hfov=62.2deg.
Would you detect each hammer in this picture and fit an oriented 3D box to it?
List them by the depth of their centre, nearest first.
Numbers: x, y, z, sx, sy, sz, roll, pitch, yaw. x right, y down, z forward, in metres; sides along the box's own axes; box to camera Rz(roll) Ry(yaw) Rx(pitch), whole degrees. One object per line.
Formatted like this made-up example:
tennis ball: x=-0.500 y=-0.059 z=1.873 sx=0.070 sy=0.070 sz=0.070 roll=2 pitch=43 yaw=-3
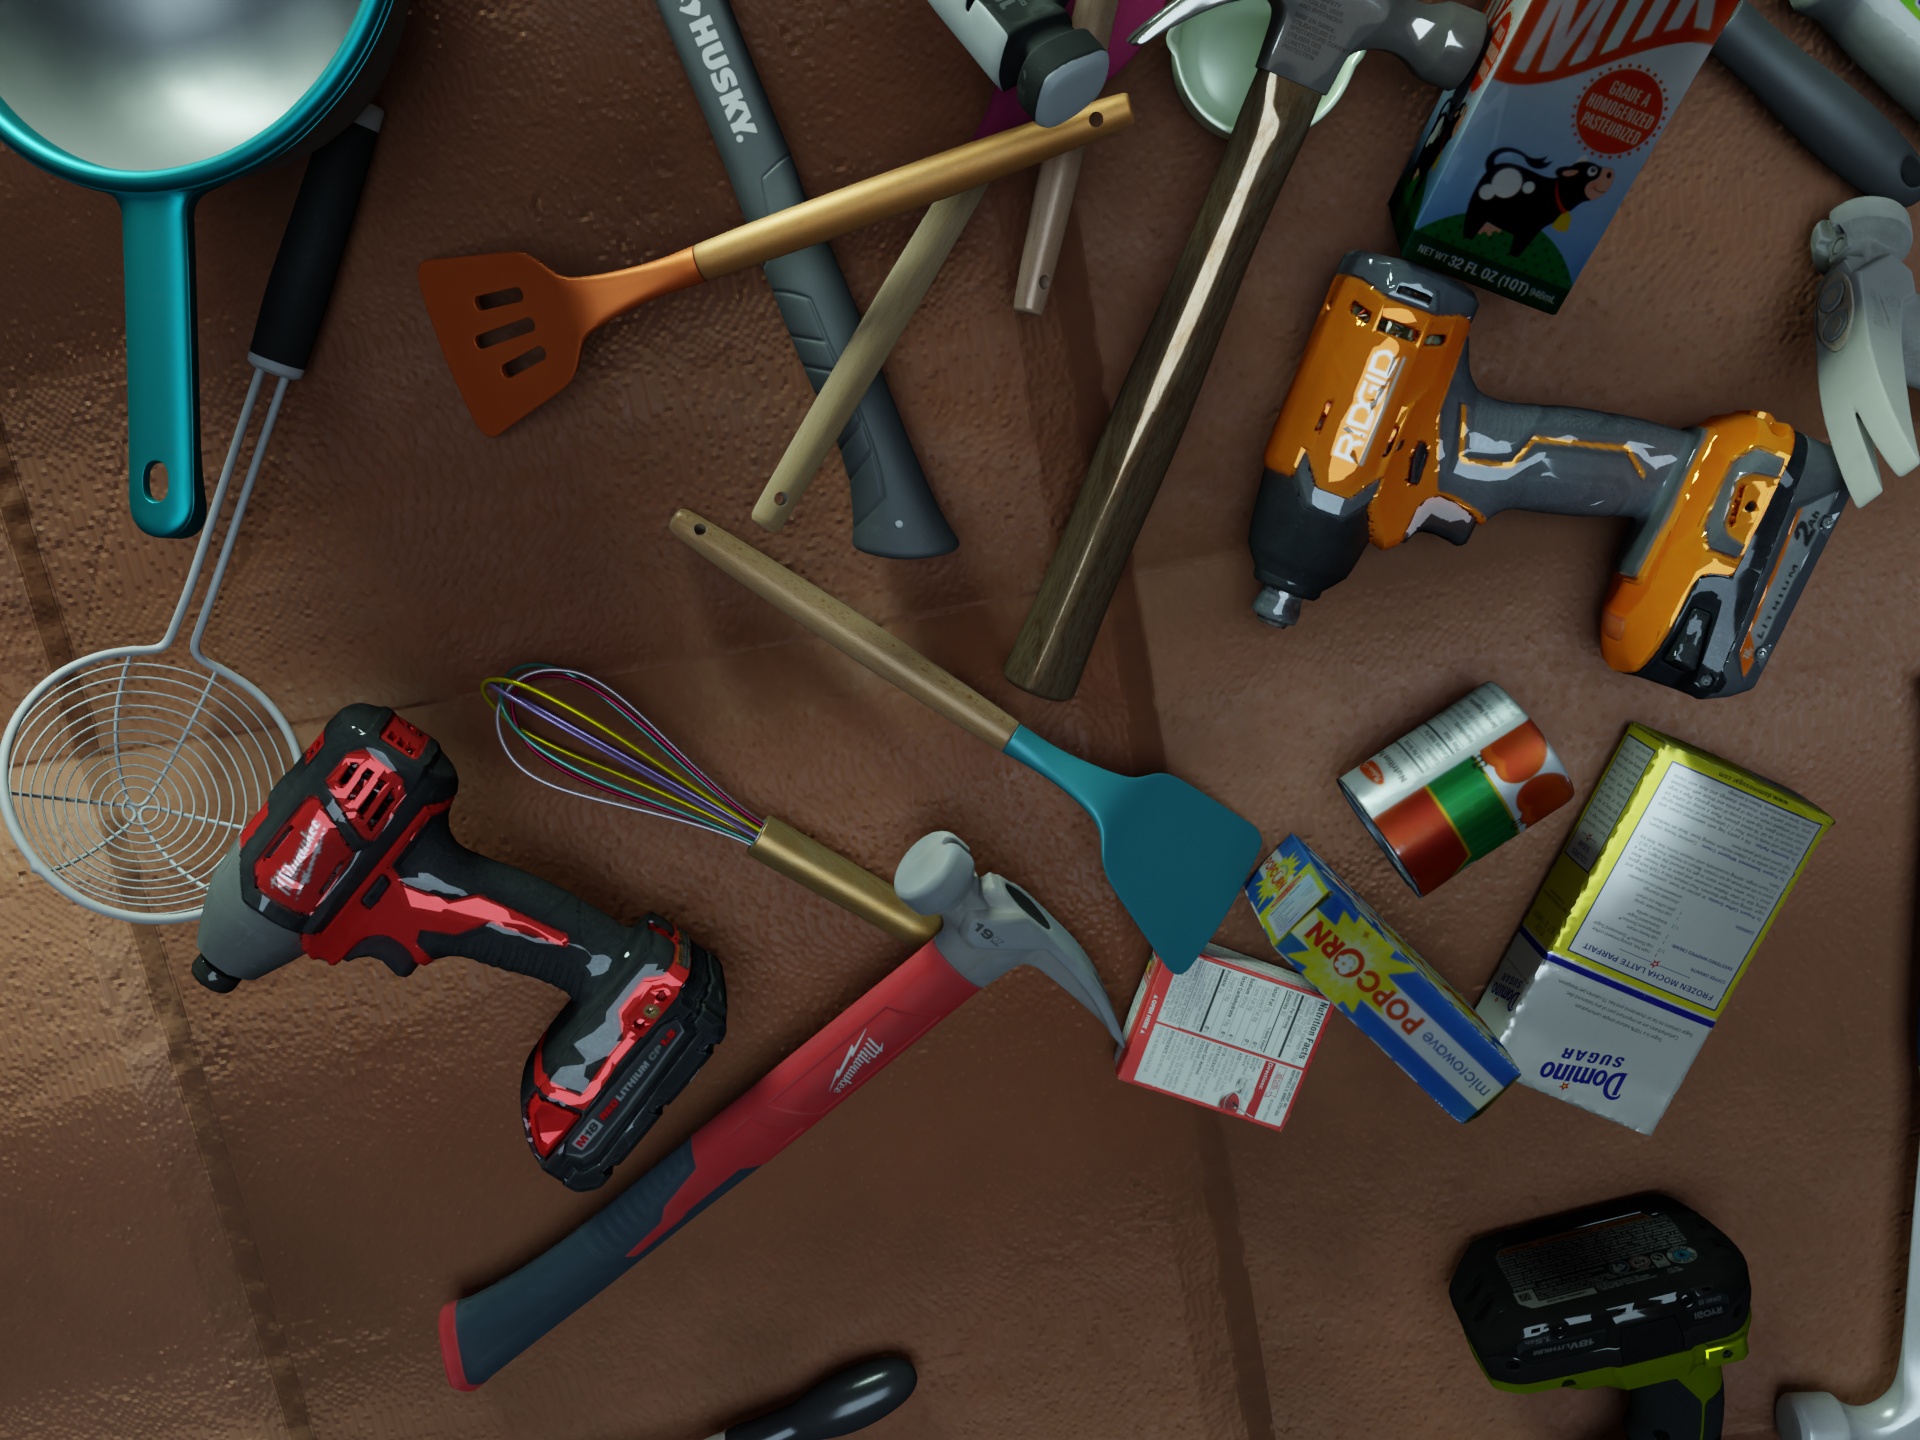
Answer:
hammer: x=0.130 y=-0.348 z=0.608 sx=0.337 sy=0.034 sz=0.127 roll=-32 pitch=77 yaw=-13
hammer: x=0.090 y=-0.159 z=0.679 sx=0.130 sy=0.031 sz=0.331 roll=19 pitch=111 yaw=-10
hammer: x=0.554 y=-0.101 z=0.680 sx=0.410 sy=0.038 sz=0.146 roll=16 pitch=61 yaw=-7
hammer: x=-0.075 y=-0.225 z=0.690 sx=0.146 sy=0.035 sz=0.334 roll=-21 pitch=102 yaw=6
hammer: x=0.485 y=0.178 z=0.773 sx=0.144 sy=0.035 sz=0.405 roll=-3 pitch=102 yaw=1
hammer: x=-0.102 y=0.217 z=0.780 sx=0.386 sy=0.038 sz=0.143 roll=-40 pitch=117 yaw=12

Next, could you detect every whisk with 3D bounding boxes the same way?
whisk: x=0.321 y=-0.295 z=0.668 sx=0.239 sy=0.055 sz=0.055 roll=35 pitch=101 yaw=-11
whisk: x=-0.115 y=0.043 z=0.751 sx=0.245 sy=0.051 sz=0.047 roll=31 pitch=122 yaw=-10
whisk: x=-0.153 y=0.391 z=0.818 sx=0.284 sy=0.070 sz=0.070 roll=-24 pitch=101 yaw=1

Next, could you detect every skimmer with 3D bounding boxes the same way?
skimmer: x=-0.311 y=-0.092 z=0.693 sx=0.127 sy=0.090 sz=0.363 roll=15 pitch=101 yaw=-36

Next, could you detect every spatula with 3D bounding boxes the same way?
spatula: x=-0.084 y=-0.200 z=0.662 sx=0.322 sy=0.041 sz=0.081 roll=-15 pitch=106 yaw=13
spatula: x=-0.001 y=-0.002 z=0.738 sx=0.317 sy=0.044 sz=0.082 roll=34 pitch=74 yaw=1

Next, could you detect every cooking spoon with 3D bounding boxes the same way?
cooking spoon: x=-0.003 y=-0.219 z=0.673 sx=0.068 sy=0.017 sz=0.319 roll=31 pitch=90 yaw=-19

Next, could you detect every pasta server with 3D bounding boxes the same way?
pasta server: x=0.067 y=-0.323 z=0.648 sx=0.060 sy=0.040 sz=0.316 roll=9 pitch=97 yaw=-36

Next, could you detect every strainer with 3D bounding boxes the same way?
strainer: x=-0.299 y=-0.243 z=0.643 sx=0.211 sy=0.095 sz=0.340 roll=2 pitch=94 yaw=11

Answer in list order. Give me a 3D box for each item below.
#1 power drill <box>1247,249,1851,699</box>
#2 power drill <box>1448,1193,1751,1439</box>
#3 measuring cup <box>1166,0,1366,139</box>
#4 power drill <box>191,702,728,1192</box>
power drill: x=0.242 y=-0.089 z=0.696 sx=0.226 sy=0.084 sz=0.164 roll=21 pitch=103 yaw=0
power drill: x=0.323 y=0.369 z=0.798 sx=0.190 sy=0.080 sz=0.228 roll=-16 pitch=105 yaw=4
measuring cup: x=0.128 y=-0.327 z=0.665 sx=0.083 sy=0.038 sz=0.167 roll=2 pitch=101 yaw=0
power drill: x=-0.226 y=0.108 z=0.719 sx=0.219 sy=0.079 sz=0.143 roll=39 pitch=92 yaw=-17
